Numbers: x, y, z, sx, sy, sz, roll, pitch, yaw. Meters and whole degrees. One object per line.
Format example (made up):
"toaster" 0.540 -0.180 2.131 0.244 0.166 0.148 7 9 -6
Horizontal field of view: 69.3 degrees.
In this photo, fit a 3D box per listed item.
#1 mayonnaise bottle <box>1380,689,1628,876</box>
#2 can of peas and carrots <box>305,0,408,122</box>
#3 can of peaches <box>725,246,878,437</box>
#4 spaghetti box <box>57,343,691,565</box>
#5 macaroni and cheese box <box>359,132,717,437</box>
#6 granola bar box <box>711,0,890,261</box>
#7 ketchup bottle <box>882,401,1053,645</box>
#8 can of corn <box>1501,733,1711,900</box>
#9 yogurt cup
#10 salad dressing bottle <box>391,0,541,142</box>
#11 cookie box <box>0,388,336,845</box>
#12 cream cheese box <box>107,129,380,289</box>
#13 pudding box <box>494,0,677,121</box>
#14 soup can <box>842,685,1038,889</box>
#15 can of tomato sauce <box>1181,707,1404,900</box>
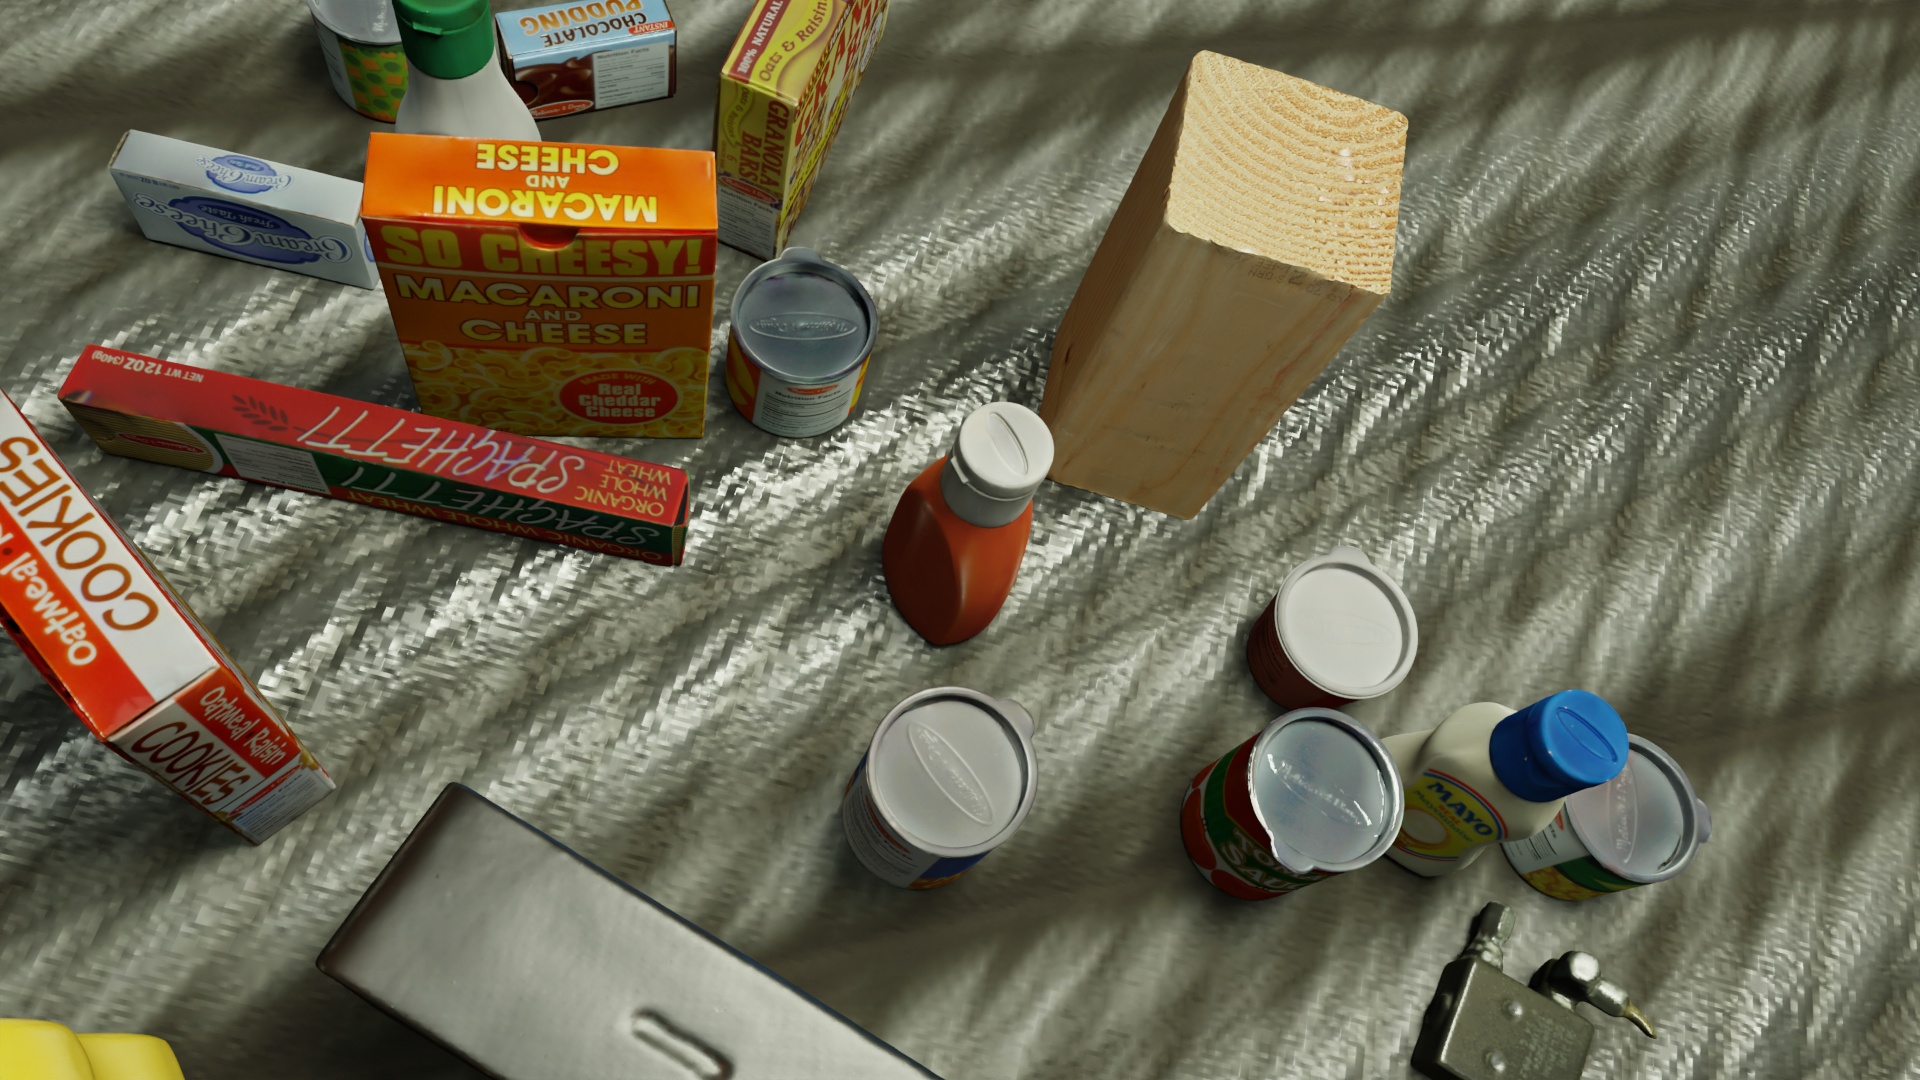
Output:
"mayonnaise bottle" 0.216 0.099 0.579 0.065 0.147 0.041 43 66 7
"can of peas and carrots" -0.272 -0.245 0.669 0.071 0.058 0.071 5 66 -11
"can of peaches" -0.075 -0.091 0.646 0.071 0.057 0.071 5 66 -11
"spaghetti box" -0.238 -0.033 0.590 0.250 0.050 0.029 12 65 -7
"macaroni and cheese box" -0.164 -0.095 0.568 0.124 0.165 0.040 0 68 -13
"granola bar box" -0.073 -0.237 0.673 0.039 0.123 0.166 21 64 -3
"ketchup bottle" 0.002 -0.007 0.577 0.044 0.148 0.065 -22 74 -20
"can of corn" 0.291 0.128 0.633 0.071 0.058 0.071 5 66 -11
"yogurt cup" 0.168 0.047 0.643 0.072 0.053 0.072 5 66 -11
"salad dressing bottle" -0.219 -0.192 0.609 0.064 0.147 0.044 11 66 -8
"cookie box" -0.288 0.035 0.484 0.040 0.166 0.123 -39 80 -24
"cream cheese box" -0.314 -0.146 0.620 0.104 0.053 0.024 12 65 -7
"pudding box" -0.185 -0.241 0.691 0.084 0.049 0.030 -18 72 -19
"soup can" -0.008 0.101 0.564 0.071 0.083 0.071 5 67 -11
"can of tomato sauce" 0.138 0.116 0.590 0.071 0.082 0.071 5 67 -11
